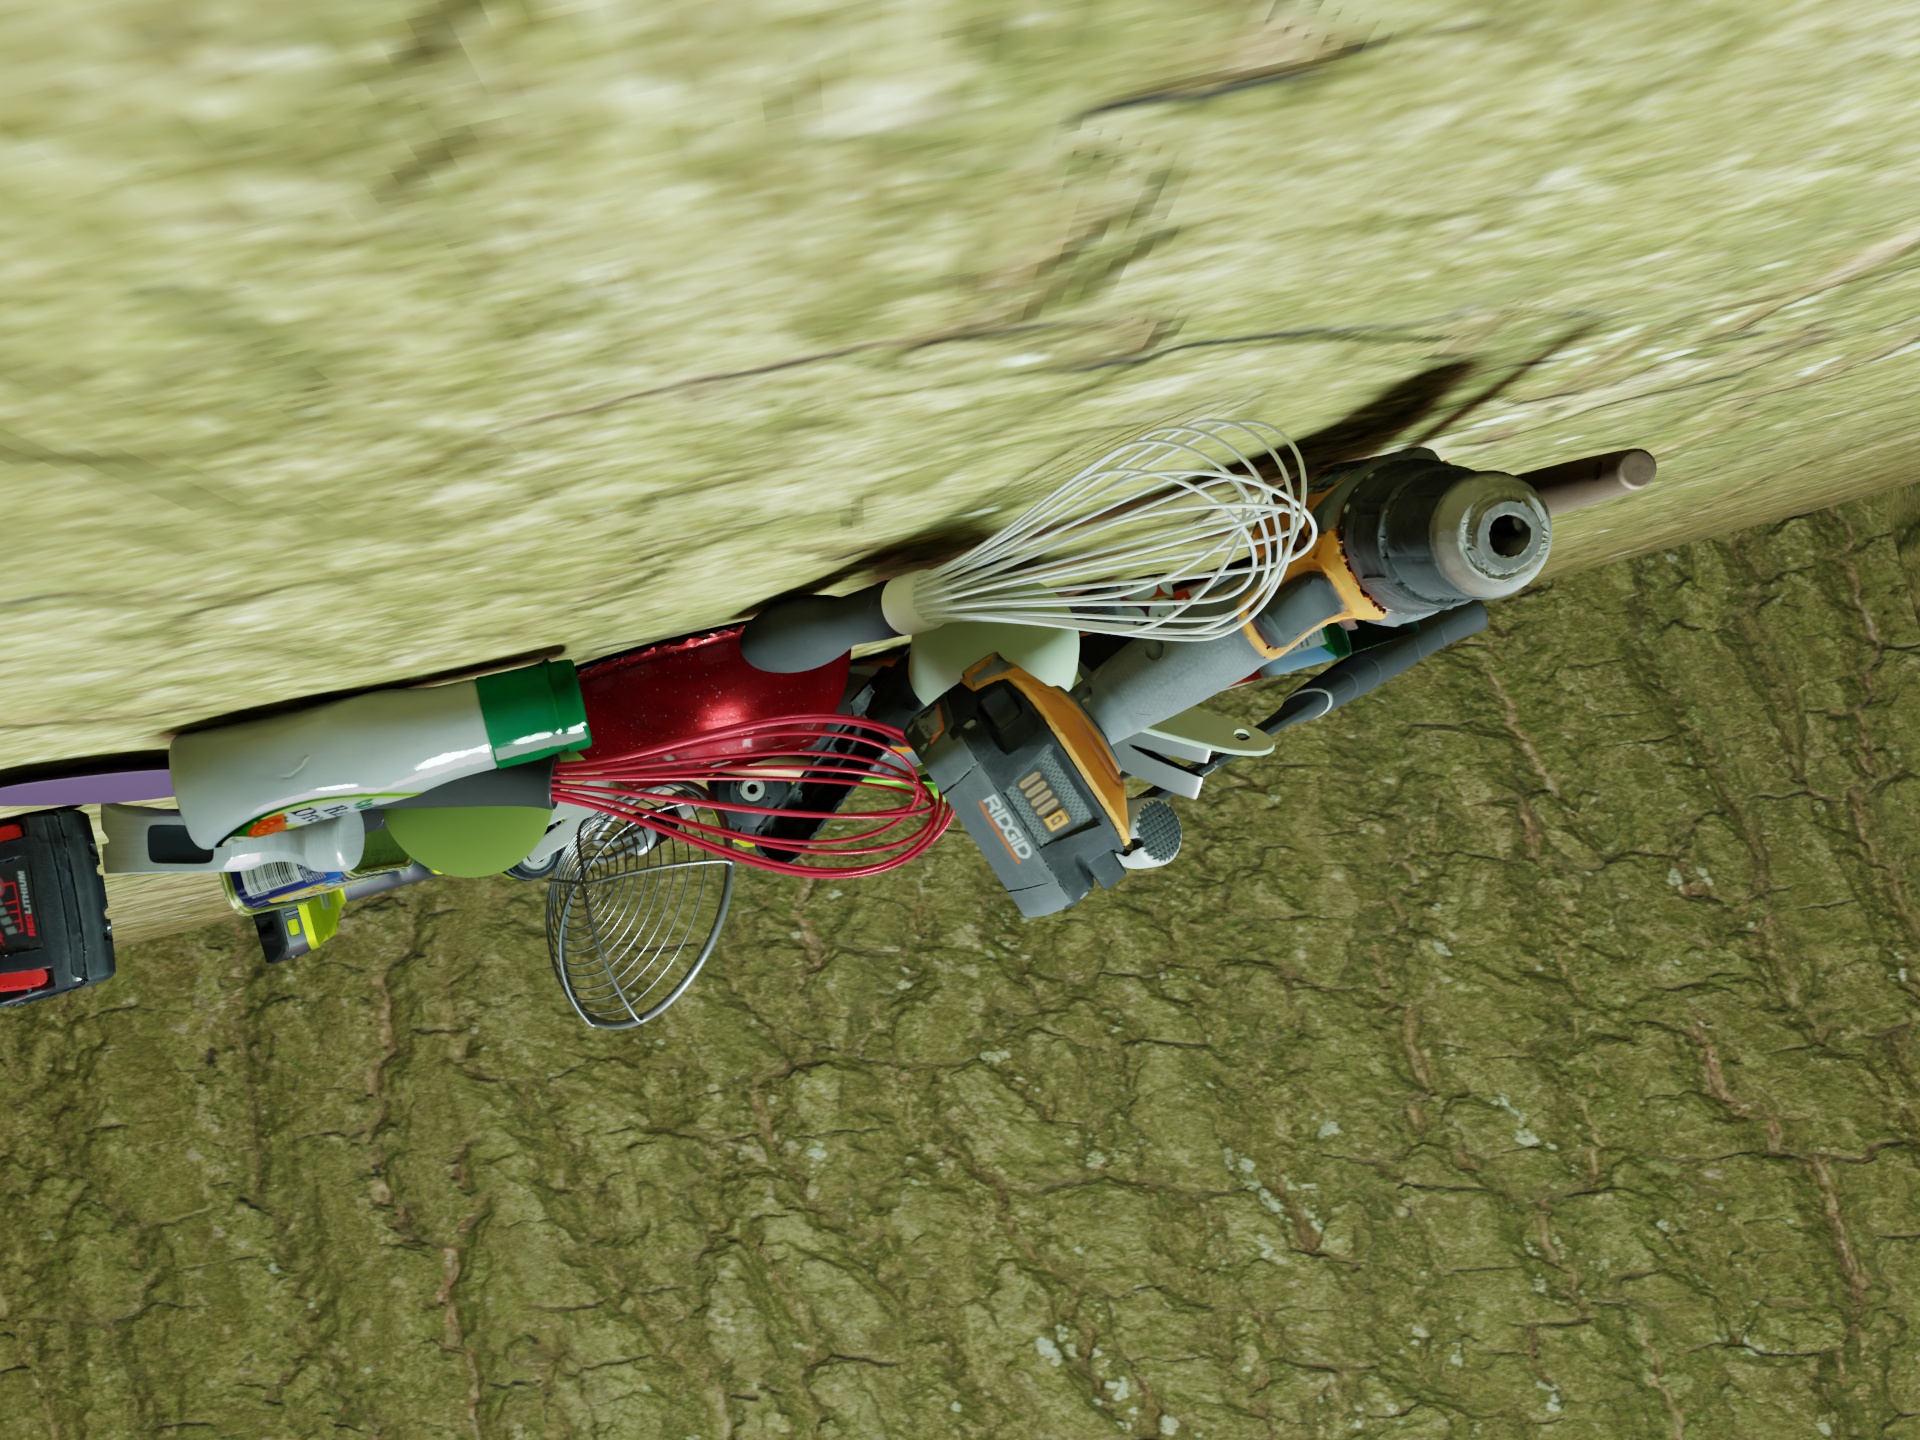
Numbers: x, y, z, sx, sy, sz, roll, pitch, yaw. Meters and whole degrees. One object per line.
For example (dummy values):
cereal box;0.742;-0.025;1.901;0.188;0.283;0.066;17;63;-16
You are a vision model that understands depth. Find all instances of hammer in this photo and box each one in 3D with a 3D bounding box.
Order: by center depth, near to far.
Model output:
hammer;0.171;-0.060;0.814;0.334;0.146;0.035;-21;137;-32
hammer;-0.324;0.049;0.821;0.128;0.033;0.331;-1;-179;-2
hammer;0.199;0.000;0.985;0.409;0.036;0.149;-27;-174;-35
hammer;-0.244;0.049;1.205;0.146;0.038;0.410;-30;-178;-8

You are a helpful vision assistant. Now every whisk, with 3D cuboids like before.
whisk;0.006;-0.049;0.565;0.070;0.070;0.285;-13;-178;-42
whisk;-0.148;0.027;0.659;0.296;0.073;0.073;3;176;-4

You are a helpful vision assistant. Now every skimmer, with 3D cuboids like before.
skimmer;-0.167;0.086;0.913;0.090;0.127;0.363;28;179;-3

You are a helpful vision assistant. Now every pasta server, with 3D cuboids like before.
pasta server;0.209;-0.084;0.648;0.040;0.060;0.316;1;-178;-3

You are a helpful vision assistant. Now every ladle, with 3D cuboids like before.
ladle;-0.197;0.018;0.843;0.062;0.078;0.320;-37;178;13

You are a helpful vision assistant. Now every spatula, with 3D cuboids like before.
spatula;-0.305;0.023;0.718;0.060;0.018;0.316;-12;178;16

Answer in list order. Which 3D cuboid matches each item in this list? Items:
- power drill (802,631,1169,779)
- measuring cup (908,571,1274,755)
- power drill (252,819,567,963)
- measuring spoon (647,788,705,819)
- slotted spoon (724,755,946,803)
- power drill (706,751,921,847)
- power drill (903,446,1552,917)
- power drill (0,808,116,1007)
power drill;-0.001;-0.003;0.935;0.164;0.084;0.226;-14;-169;-30
measuring cup;0.057;-0.022;0.690;0.167;0.038;0.083;16;-136;17
power drill;-0.408;0.109;1.194;0.228;0.080;0.191;-15;-171;-19
measuring spoon;-0.219;0.064;1.149;0.034;0.018;0.124;-44;-163;-28
slotted spoon;-0.094;0.031;1.011;0.313;0.031;0.070;10;170;-30
power drill;-0.070;0.026;1.133;0.223;0.080;0.171;-22;176;-10
power drill;0.096;-0.023;0.583;0.226;0.084;0.185;-34;-171;-2
power drill;-0.480;0.093;0.652;0.188;0.080;0.226;-17;174;43
